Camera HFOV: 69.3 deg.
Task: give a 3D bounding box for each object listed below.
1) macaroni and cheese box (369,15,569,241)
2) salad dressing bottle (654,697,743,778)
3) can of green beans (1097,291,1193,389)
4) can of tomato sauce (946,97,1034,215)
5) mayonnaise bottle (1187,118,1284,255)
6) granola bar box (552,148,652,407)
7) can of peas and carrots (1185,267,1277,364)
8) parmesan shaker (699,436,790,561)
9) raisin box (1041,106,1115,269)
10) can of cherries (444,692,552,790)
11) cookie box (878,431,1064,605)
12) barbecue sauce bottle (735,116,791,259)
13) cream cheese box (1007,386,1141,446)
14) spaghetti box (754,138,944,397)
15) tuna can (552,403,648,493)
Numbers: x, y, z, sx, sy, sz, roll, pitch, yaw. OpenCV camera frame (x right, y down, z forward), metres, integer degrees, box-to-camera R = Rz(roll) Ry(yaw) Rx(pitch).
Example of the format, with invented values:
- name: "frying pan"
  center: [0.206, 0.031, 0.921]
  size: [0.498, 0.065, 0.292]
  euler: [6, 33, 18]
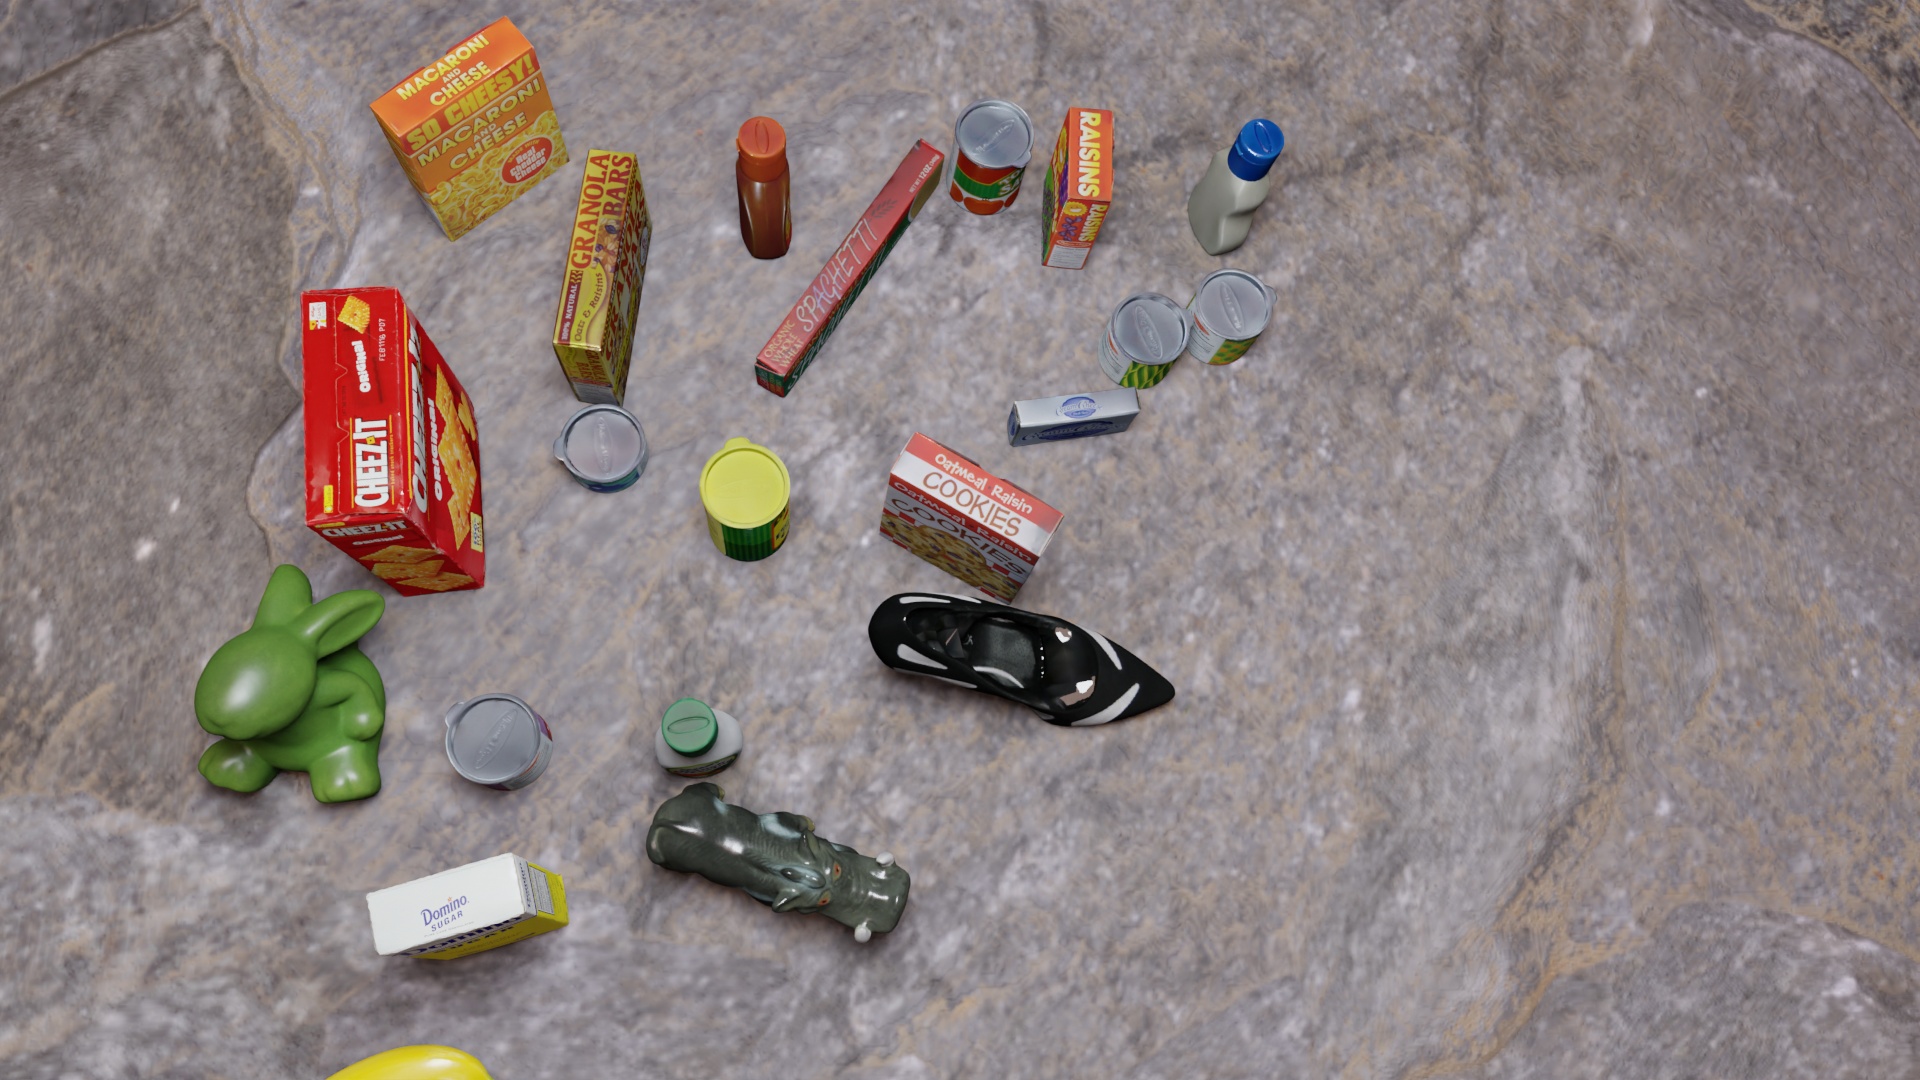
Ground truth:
- name: "macaroni and cheese box"
  center: [-0.382, -0.321, 1.096]
  size: [0.124, 0.166, 0.040]
  euler: [-41, 83, -15]
- name: "salad dressing bottle"
  center: [-0.190, 0.142, 0.997]
  size: [0.064, 0.147, 0.044]
  euler: [-9, 76, -9]
- name: "can of green beans"
  center: [0.153, -0.168, 1.170]
  size: [0.071, 0.057, 0.071]
  euler: [2, 74, -6]
- name: "can of tomato sauce"
  center: [0.026, -0.325, 1.187]
  size: [0.071, 0.083, 0.071]
  euler: [2, 75, -6]
- name: "mayonnaise bottle"
  center: [0.232, -0.299, 1.169]
  size: [0.041, 0.147, 0.065]
  euler: [-18, 78, -11]
- name: "granola bar box"
  center: [-0.281, -0.204, 1.097]
  size: [0.039, 0.124, 0.166]
  euler: [7, 74, -5]
- name: "can of peas and carrots"
  center: [0.228, -0.191, 1.185]
  size: [0.071, 0.058, 0.071]
  euler: [2, 74, -6]
- name: "parmesan shaker"
  center: [-0.165, -0.030, 1.072]
  size: [0.071, 0.102, 0.071]
  euler: [2, 75, -6]
- name: "raisin box"
  center: [0.098, -0.293, 1.165]
  size: [0.040, 0.123, 0.086]
  euler: [5, 74, -5]
- name: "can of cherries"
  center: [-0.341, 0.147, 1.025]
  size: [0.071, 0.058, 0.071]
  euler: [2, 74, -6]
- name: "cookie box"
  center: [0.004, -0.013, 1.053]
  size: [0.123, 0.167, 0.040]
  euler: [29, 74, 2]
- name: "barbecue sauce bottle"
  center: [-0.159, -0.287, 1.121]
  size: [0.044, 0.148, 0.065]
  euler: [-6, 76, -8]
- name: "cream cheese box"
  center: [0.092, -0.102, 1.147]
  size: [0.104, 0.053, 0.024]
  euler: [-8, 76, -9]
- name: "spaghetti box"
  center: [-0.091, -0.228, 1.164]
  size: [0.029, 0.050, 0.251]
  euler: [32, 73, 3]
- name: "tuna can"
  center: [-0.286, -0.072, 1.107]
  size: [0.071, 0.032, 0.071]
  euler: [2, 74, -6]
